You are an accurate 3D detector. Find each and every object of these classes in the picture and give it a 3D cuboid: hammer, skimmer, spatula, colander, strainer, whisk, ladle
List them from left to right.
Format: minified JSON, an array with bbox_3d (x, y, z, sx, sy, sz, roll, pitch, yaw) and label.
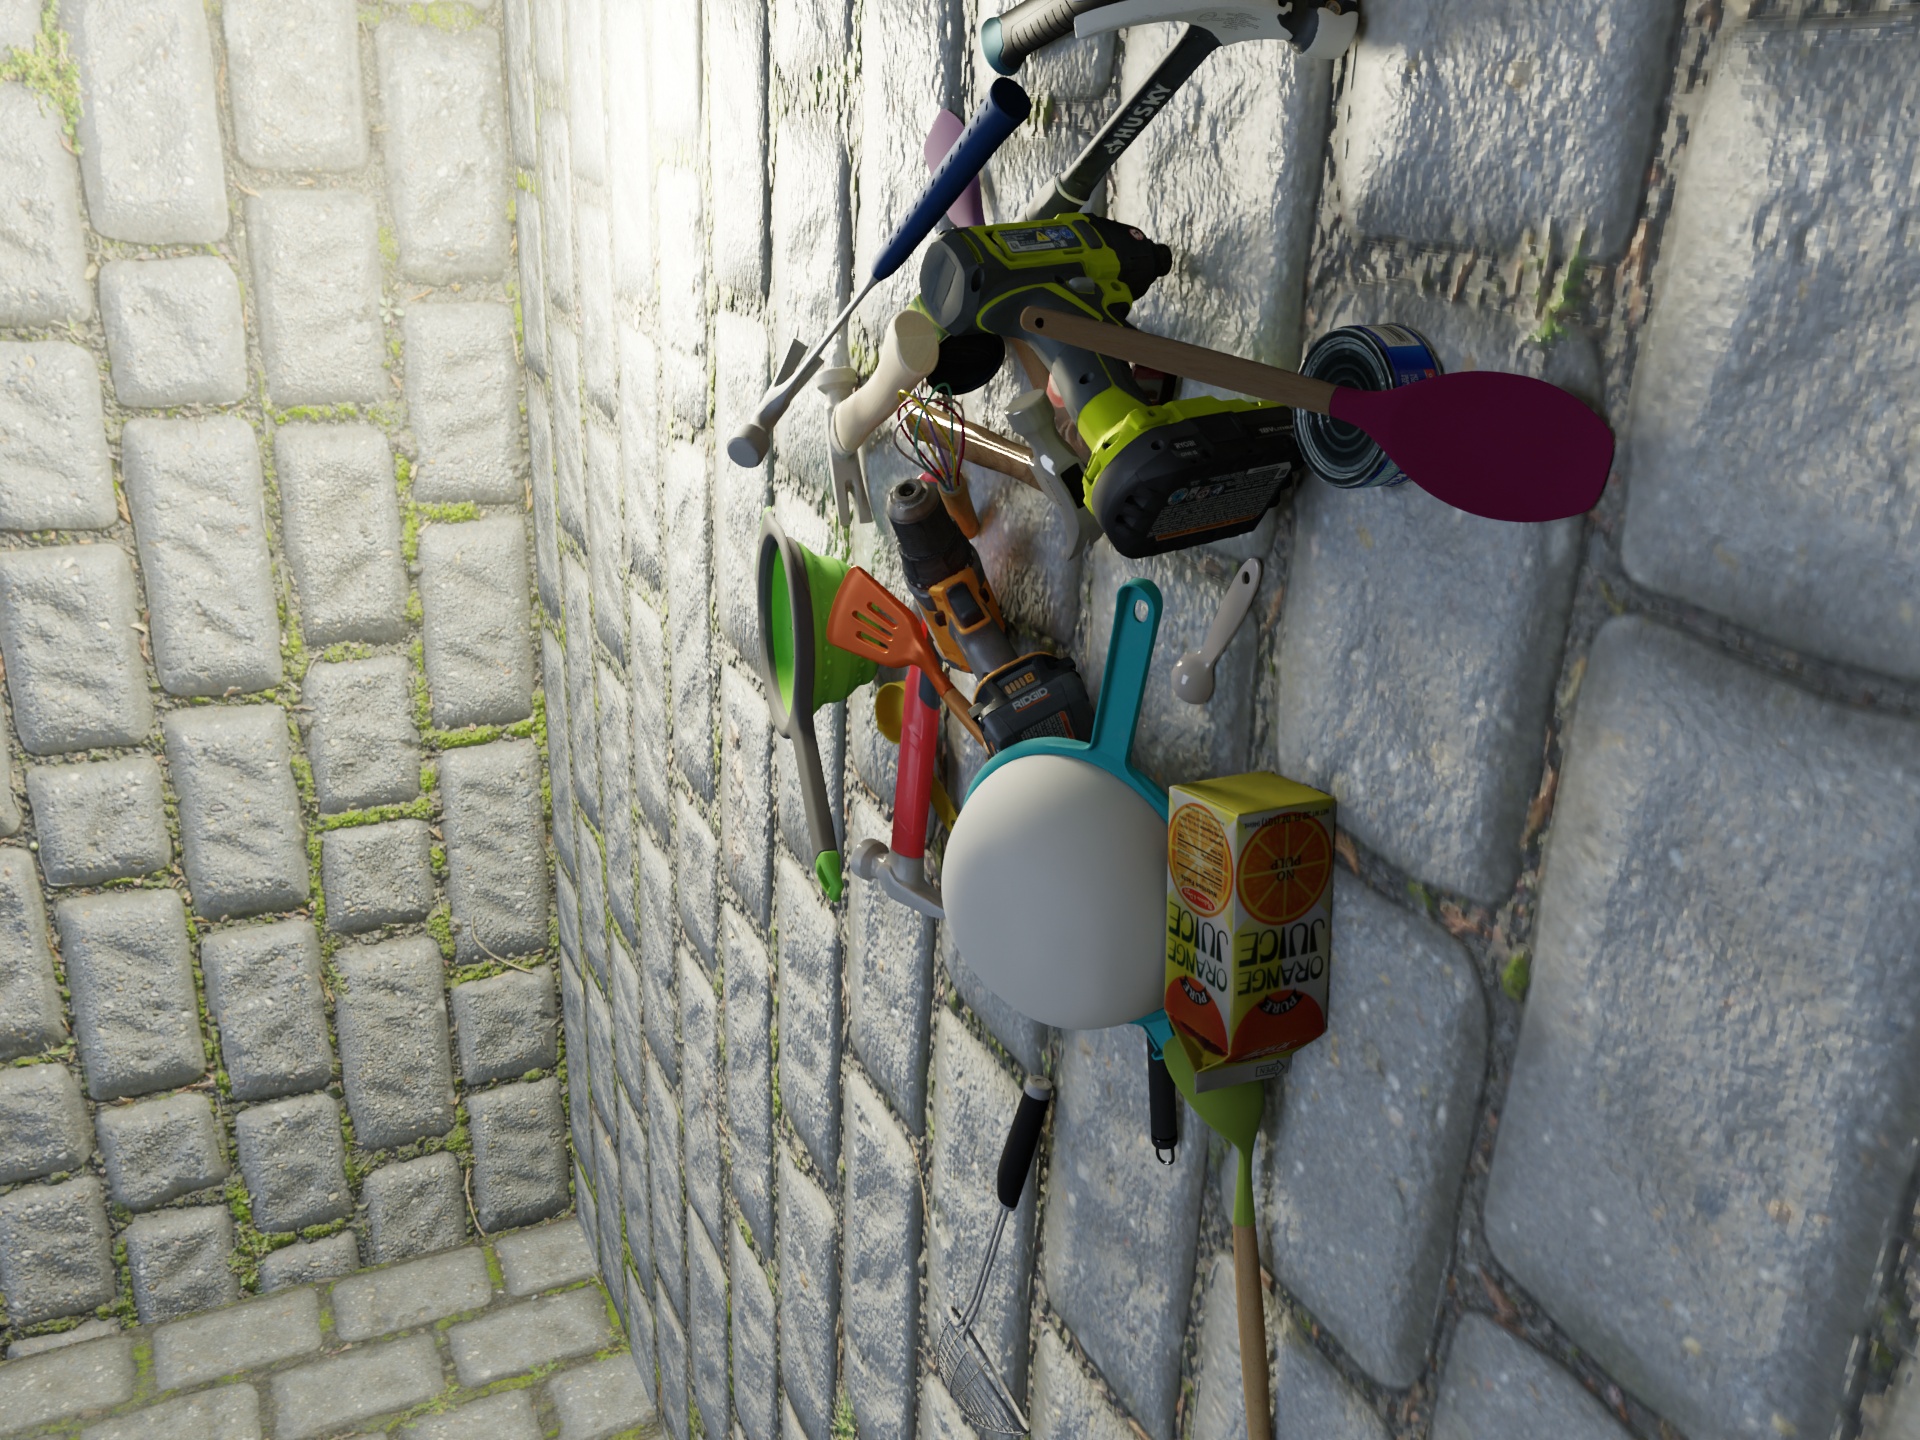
[{"bbox_3d":[-0.114,-0.018,1.470,0.204,0.094,0.398,110,151,-55],"label":"colander"},{"bbox_3d":[-0.070,-0.252,1.311,0.411,0.038,0.146,-173,75,-78],"label":"hammer"},{"bbox_3d":[-0.068,-0.358,1.274,0.405,0.035,0.144,-39,22,48],"label":"hammer"},{"bbox_3d":[-0.021,-0.020,1.361,0.143,0.038,0.386,22,114,39],"label":"hammer"},{"bbox_3d":[-0.012,-0.189,1.190,0.244,0.047,0.051,61,-134,-74],"label":"whisk"},{"bbox_3d":[-0.002,-0.004,1.278,0.323,0.041,0.081,49,130,33],"label":"spatula"},{"bbox_3d":[0.023,-0.202,1.195,0.130,0.031,0.332,58,173,-25],"label":"hammer"},{"bbox_3d":[0.027,-0.343,1.204,0.059,0.018,0.316,-51,50,49],"label":"spatula"},{"bbox_3d":[0.051,0.464,1.382,0.127,0.090,0.363,46,128,56],"label":"skimmer"},{"bbox_3d":[0.067,0.072,1.007,0.211,0.095,0.340,29,129,28],"label":"strainer"},{"bbox_3d":[0.072,-0.338,0.988,0.409,0.149,0.036,157,110,-69],"label":"hammer"},{"bbox_3d":[0.097,-0.467,0.999,0.331,0.033,0.128,14,110,64],"label":"hammer"},{"bbox_3d":[0.137,0.198,1.105,0.087,0.050,0.258,4,111,24],"label":"strainer"},{"bbox_3d":[0.177,0.354,1.050,0.078,0.062,0.320,-49,-46,-72],"label":"ladle"}]

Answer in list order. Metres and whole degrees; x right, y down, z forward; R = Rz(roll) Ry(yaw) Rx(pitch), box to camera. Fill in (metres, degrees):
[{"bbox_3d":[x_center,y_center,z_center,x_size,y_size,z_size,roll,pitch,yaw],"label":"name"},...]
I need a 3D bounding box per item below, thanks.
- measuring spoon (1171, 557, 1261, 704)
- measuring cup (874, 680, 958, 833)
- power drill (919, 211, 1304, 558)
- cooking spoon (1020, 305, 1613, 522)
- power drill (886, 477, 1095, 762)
[{"bbox_3d":[0.159,-0.056,1.005,0.034,0.018,0.124,64,149,34],"label":"measuring spoon"},{"bbox_3d":[-0.027,0.034,1.431,0.062,0.029,0.157,-40,73,45],"label":"measuring cup"},{"bbox_3d":[0.099,-0.210,0.935,0.223,0.171,0.080,59,146,25],"label":"power drill"},{"bbox_3d":[0.165,-0.167,0.798,0.319,0.017,0.068,23,120,28],"label":"cooking spoon"},{"bbox_3d":[0.018,-0.061,1.167,0.226,0.084,0.185,60,177,41],"label":"power drill"}]
